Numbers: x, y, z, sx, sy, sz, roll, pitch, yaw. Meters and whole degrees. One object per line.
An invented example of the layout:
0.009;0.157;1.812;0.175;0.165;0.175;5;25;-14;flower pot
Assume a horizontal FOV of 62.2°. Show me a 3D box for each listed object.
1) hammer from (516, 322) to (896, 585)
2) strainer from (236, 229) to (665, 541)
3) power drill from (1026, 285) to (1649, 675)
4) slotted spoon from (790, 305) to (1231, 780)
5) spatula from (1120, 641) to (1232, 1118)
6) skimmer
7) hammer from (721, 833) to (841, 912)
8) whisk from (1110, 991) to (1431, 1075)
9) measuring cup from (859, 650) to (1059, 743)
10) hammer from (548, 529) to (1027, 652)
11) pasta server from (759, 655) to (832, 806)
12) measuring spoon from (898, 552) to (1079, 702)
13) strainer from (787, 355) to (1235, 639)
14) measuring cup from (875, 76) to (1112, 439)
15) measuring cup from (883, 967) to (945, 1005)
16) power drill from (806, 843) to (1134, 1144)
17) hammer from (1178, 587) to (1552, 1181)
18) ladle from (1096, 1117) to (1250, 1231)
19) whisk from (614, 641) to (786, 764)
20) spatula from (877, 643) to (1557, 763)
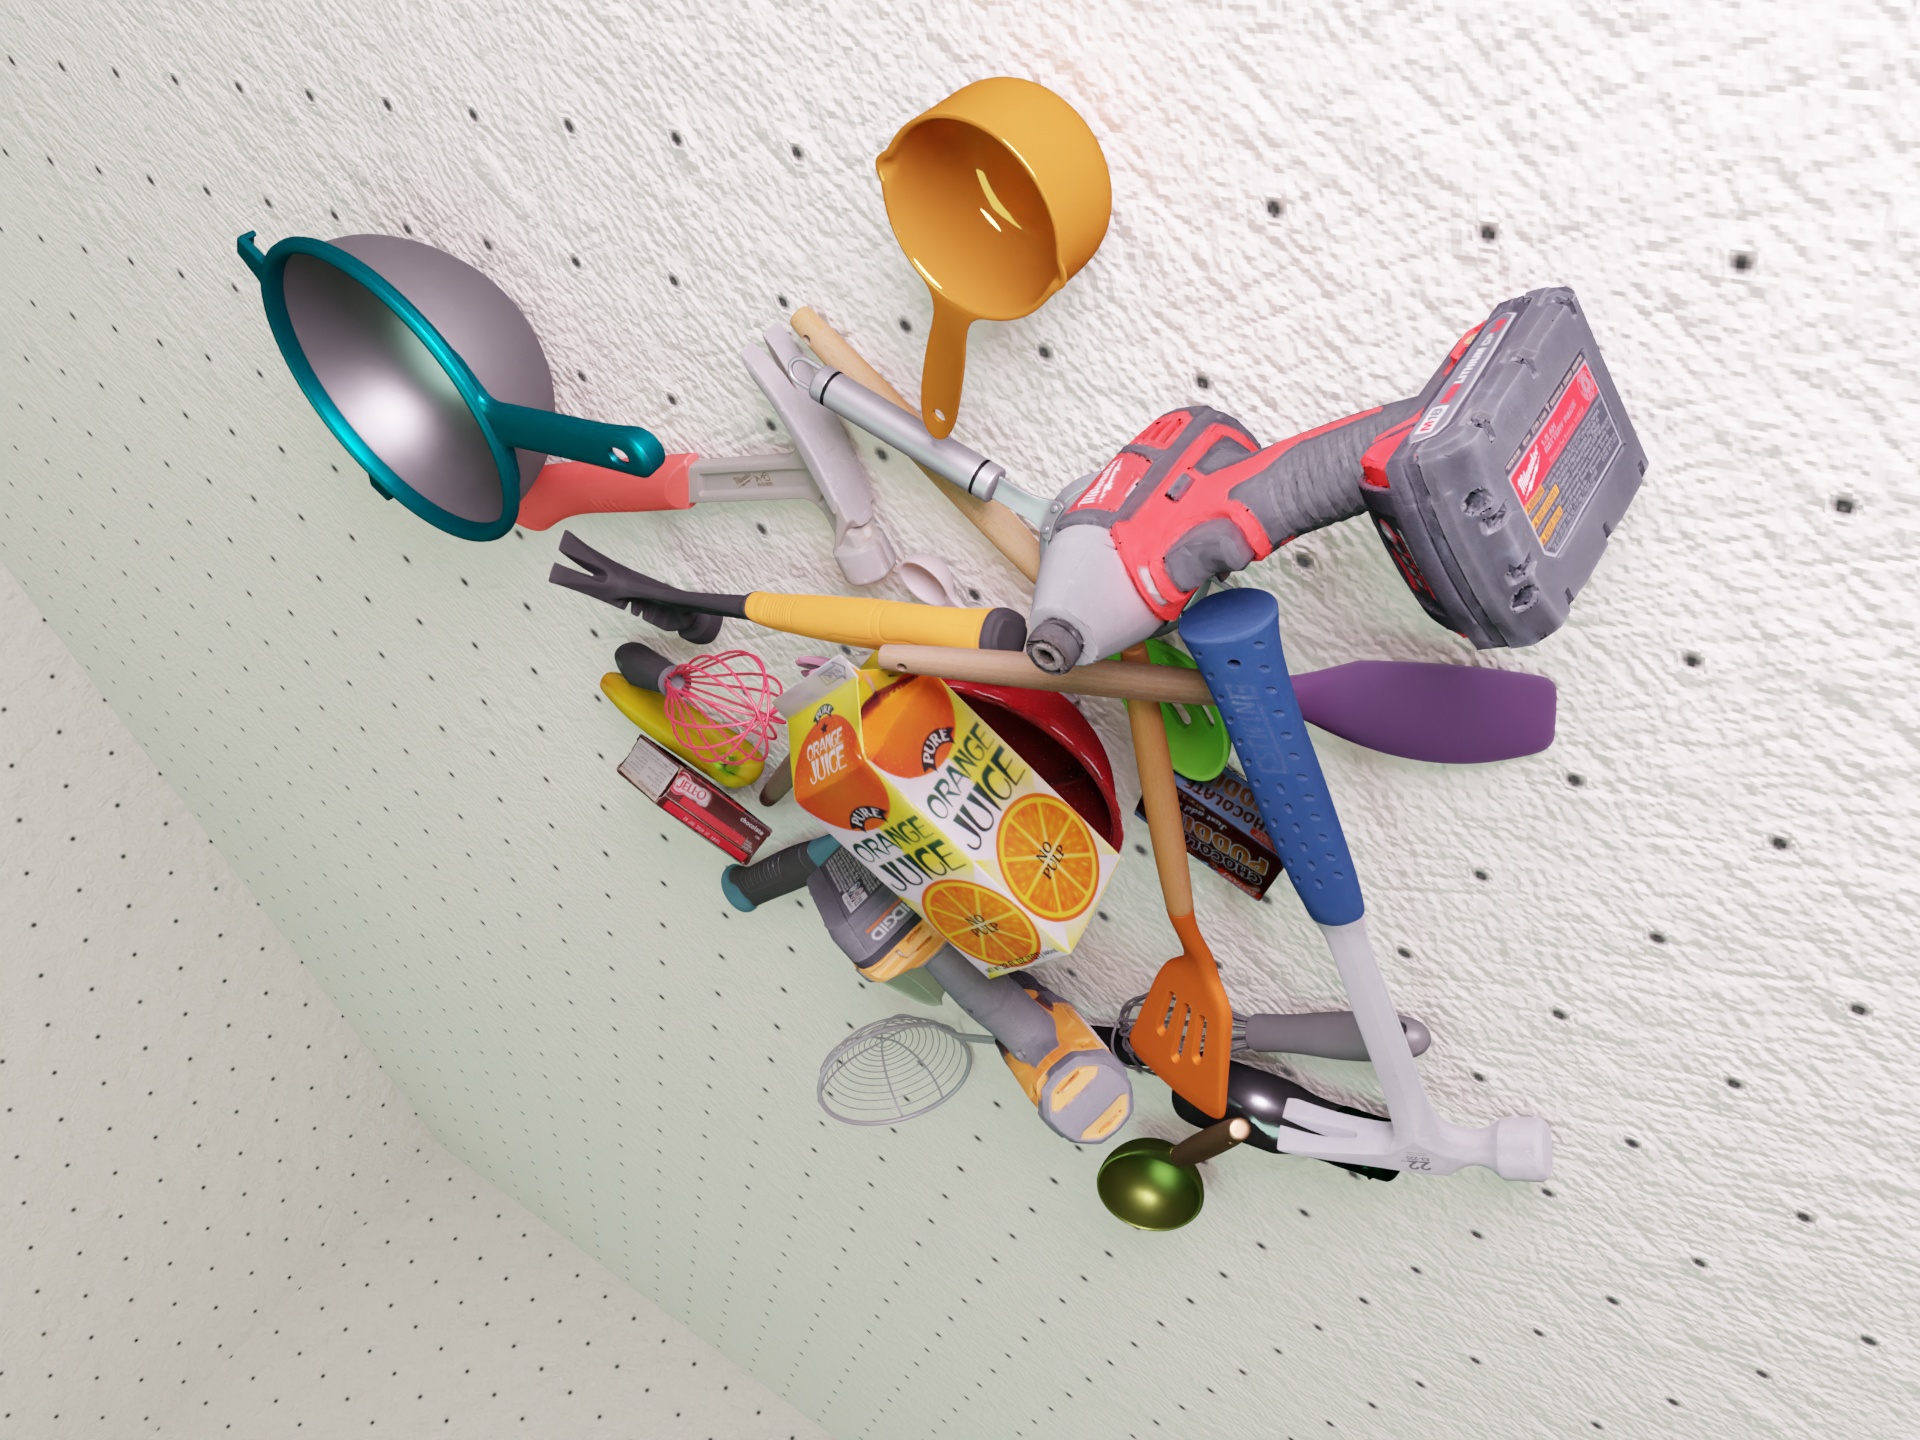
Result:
-0.191;-0.153;0.974;0.359;0.037;0.149;6;133;45;hammer
-0.274;-0.205;0.952;0.341;0.095;0.210;18;142;35;strainer
0.123;-0.076;0.596;0.220;0.143;0.078;-5;127;49;power drill
0.027;-0.093;0.801;0.314;0.031;0.070;46;149;0;slotted spoon
0.108;0.089;0.850;0.081;0.041;0.322;35;151;43;spatula
0.027;0.268;1.180;0.127;0.090;0.363;23;160;-33;skimmer
-0.109;0.102;1.194;0.128;0.033;0.331;50;149;-8;hammer
0.177;0.189;0.950;0.239;0.055;0.055;-12;119;51;whisk
-0.001;-0.003;0.939;0.157;0.029;0.062;18;141;36;measuring cup
-0.099;-0.064;0.919;0.337;0.034;0.127;10;169;43;hammer
-0.109;0.021;1.054;0.316;0.040;0.060;138;120;-68;pasta server
0.019;-0.053;0.876;0.124;0.018;0.034;38;156;-3;measuring spoon
0.018;-0.108;0.759;0.258;0.050;0.086;33;126;15;strainer
0.012;-0.190;0.675;0.095;0.052;0.173;36;150;13;measuring cup
-0.044;0.158;1.148;0.083;0.038;0.167;25;157;16;measuring cup
0.005;0.160;1.030;0.226;0.084;0.185;46;179;-19;power drill
0.181;0.102;0.777;0.144;0.035;0.405;-5;131;29;hammer
0.145;0.294;1.040;0.078;0.062;0.320;21;160;5;ladle
-0.186;-0.022;1.066;0.073;0.073;0.296;58;162;-23;whisk
0.106;-0.014;0.733;0.316;0.018;0.059;7;136;22;spatula
